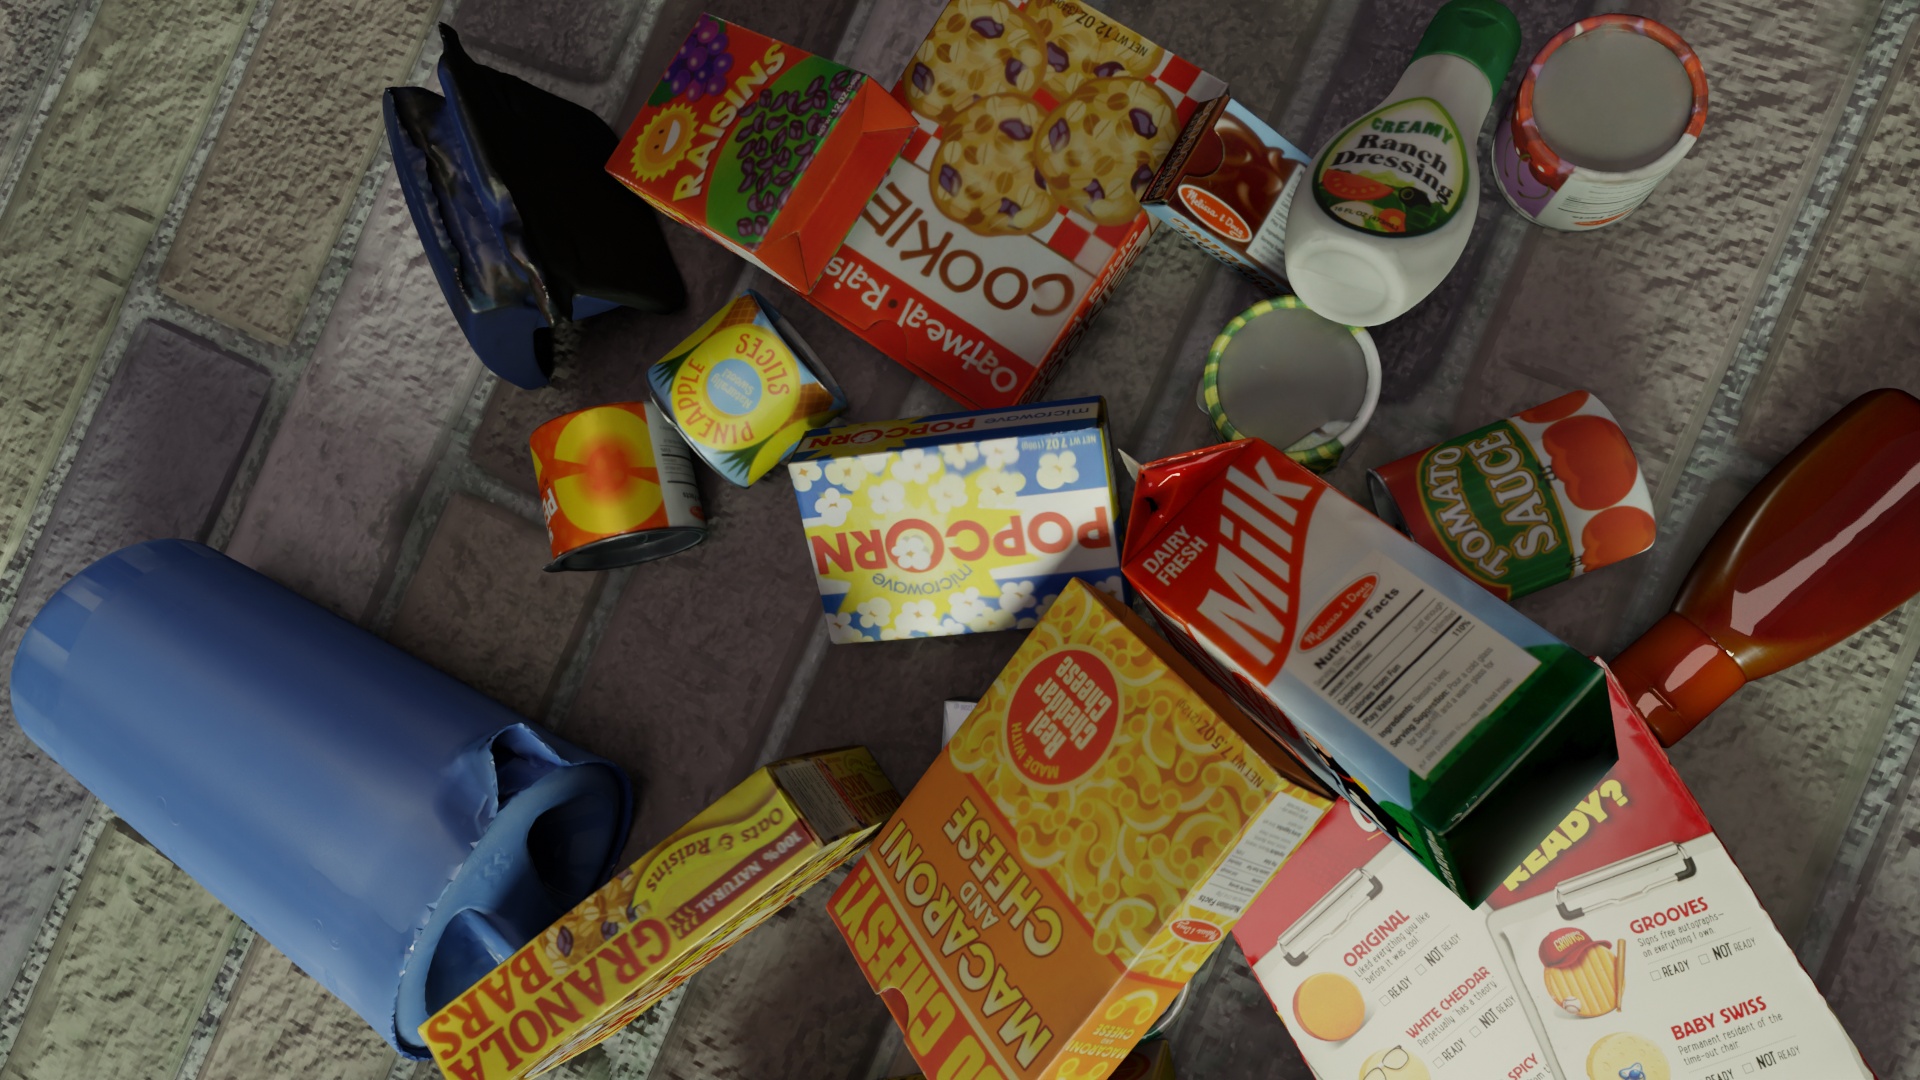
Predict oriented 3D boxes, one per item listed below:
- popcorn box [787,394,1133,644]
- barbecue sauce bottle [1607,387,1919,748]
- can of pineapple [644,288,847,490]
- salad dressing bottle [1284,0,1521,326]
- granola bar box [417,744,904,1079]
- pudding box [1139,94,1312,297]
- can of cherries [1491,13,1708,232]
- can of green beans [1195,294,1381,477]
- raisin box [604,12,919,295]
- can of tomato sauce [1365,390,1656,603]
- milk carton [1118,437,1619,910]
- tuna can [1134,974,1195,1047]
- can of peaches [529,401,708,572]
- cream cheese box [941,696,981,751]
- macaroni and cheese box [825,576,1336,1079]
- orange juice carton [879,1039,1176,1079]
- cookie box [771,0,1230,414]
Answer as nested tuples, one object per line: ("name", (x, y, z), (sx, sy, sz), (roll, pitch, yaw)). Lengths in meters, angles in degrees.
("popcorn box", (0.002, -0.007, 0.562), (0.127, 0.038, 0.085), (-6, 115, 11))
("barbecue sauce bottle", (0.304, 0.015, 0.512), (0.148, 0.043, 0.065), (-43, 78, 6))
("can of pineapple", (-0.090, -0.064, 0.589), (0.058, 0.071, 0.071), (-39, 79, 6))
("salad dressing bottle", (0.171, -0.147, 0.526), (0.064, 0.043, 0.148), (23, 63, 19))
("granola bar box", (-0.109, 0.145, 0.544), (0.165, 0.124, 0.039), (-38, 78, 6))
("pudding box", (0.119, -0.133, 0.552), (0.083, 0.030, 0.049), (30, 93, -19))
("can of cherries", (0.242, -0.161, 0.534), (0.071, 0.058, 0.071), (-1, 85, 12))
("can of green beans", (0.130, -0.058, 0.548), (0.071, 0.058, 0.071), (-1, 84, 12))
("raisin box", (-0.087, -0.167, 0.589), (0.123, 0.040, 0.086), (34, 92, 39))
("can of tomato sauce", (0.205, -0.012, 0.521), (0.083, 0.071, 0.071), (-22, 81, 9))
("milk carton", (0.126, 0.031, 0.492), (0.073, 0.072, 0.191), (-44, 49, -4))
("tuna can", (0.059, 0.165, 0.554), (0.071, 0.033, 0.071), (-1, 84, 11))
("can of peaches", (-0.150, -0.022, 0.598), (0.071, 0.071, 0.058), (-15, 81, 10))
("cream cheese box", (0.044, 0.094, 0.569), (0.104, 0.024, 0.053), (3, 87, 12))
("macaroni and cheese box", (0.034, 0.115, 0.503), (0.166, 0.040, 0.124), (-53, 44, 8))
("orange juice carton", (-0.009, 0.252, 0.539), (0.192, 0.073, 0.072), (-12, 83, 11))
("cookie box", (0.017, -0.147, 0.589), (0.123, 0.040, 0.167), (35, 92, 13))
